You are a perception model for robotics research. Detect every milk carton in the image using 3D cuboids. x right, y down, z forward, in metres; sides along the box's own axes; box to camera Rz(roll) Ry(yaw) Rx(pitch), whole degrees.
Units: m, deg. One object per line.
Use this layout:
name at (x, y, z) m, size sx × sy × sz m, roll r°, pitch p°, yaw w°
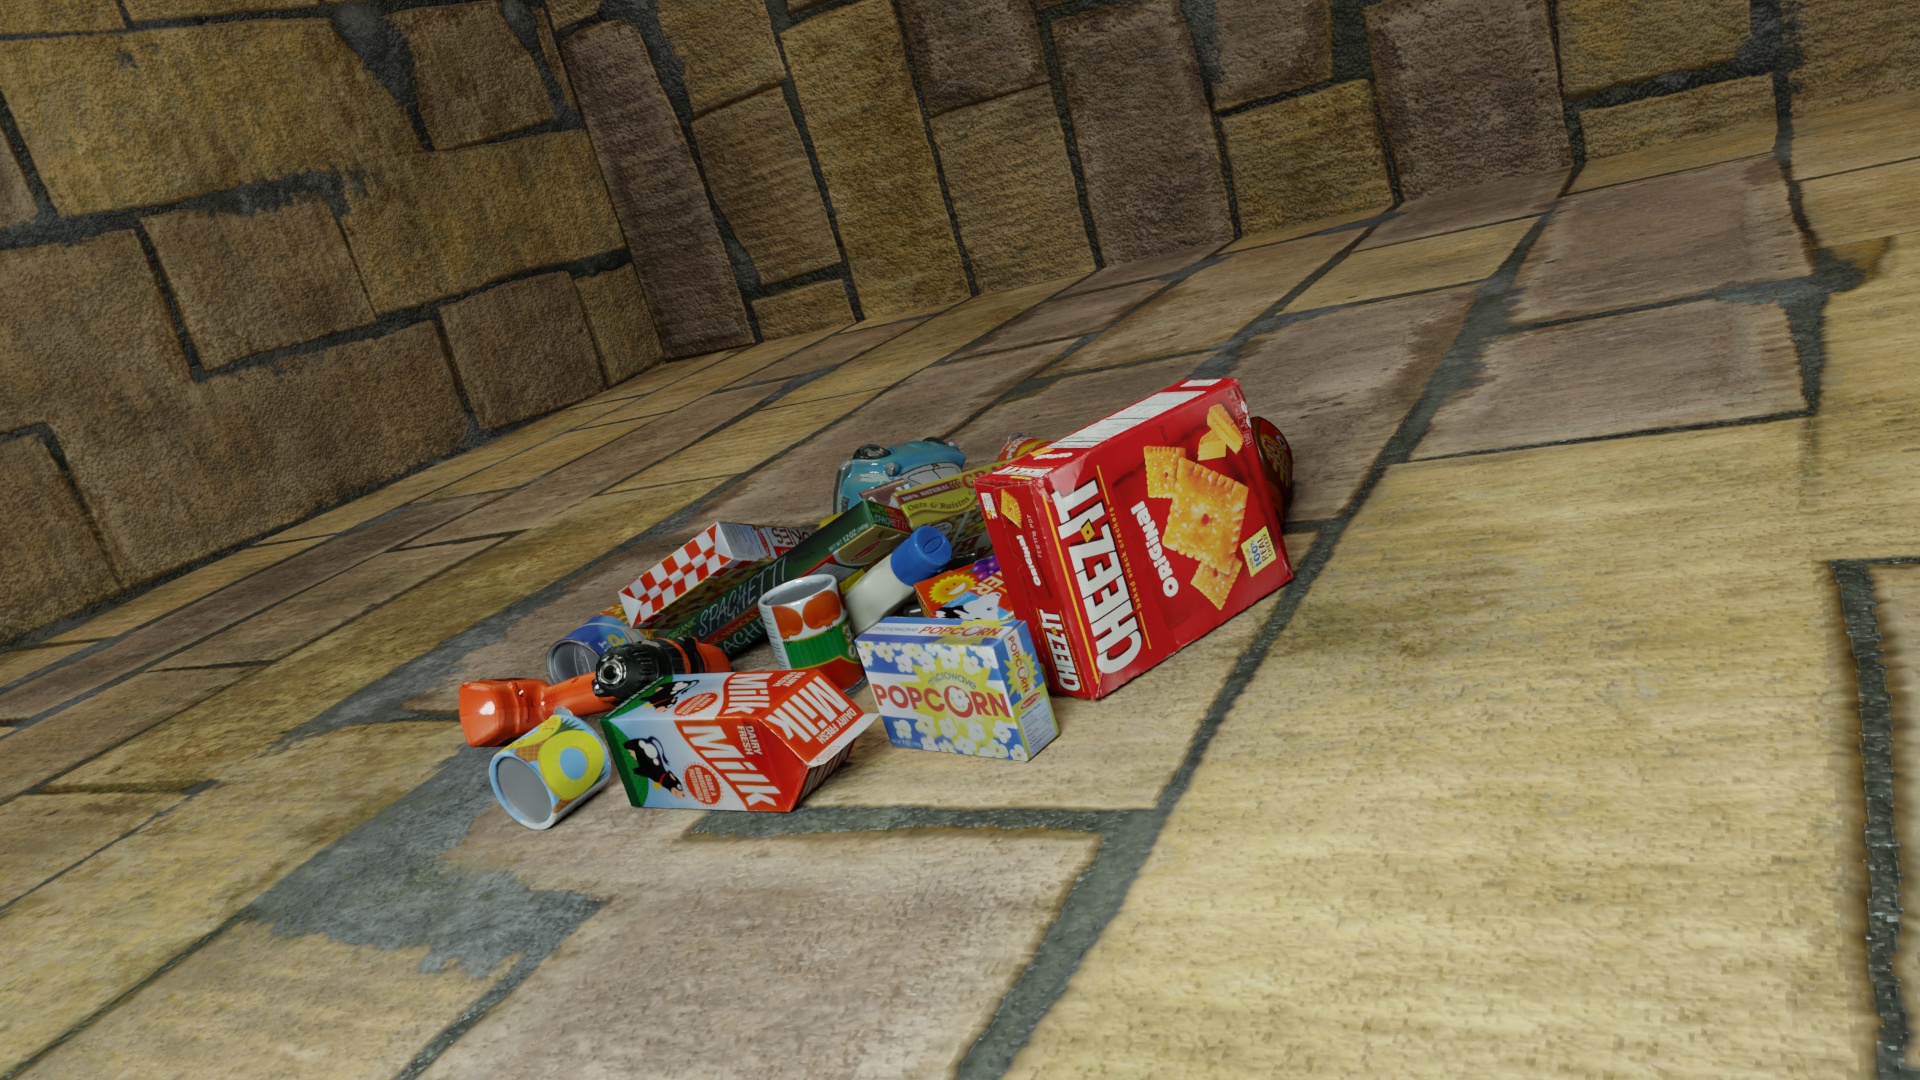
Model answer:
milk carton at (-0.149, 0.137, 0.954) m, size 0.190 × 0.073 × 0.073 m, roll -6°, pitch 19°, yaw 32°

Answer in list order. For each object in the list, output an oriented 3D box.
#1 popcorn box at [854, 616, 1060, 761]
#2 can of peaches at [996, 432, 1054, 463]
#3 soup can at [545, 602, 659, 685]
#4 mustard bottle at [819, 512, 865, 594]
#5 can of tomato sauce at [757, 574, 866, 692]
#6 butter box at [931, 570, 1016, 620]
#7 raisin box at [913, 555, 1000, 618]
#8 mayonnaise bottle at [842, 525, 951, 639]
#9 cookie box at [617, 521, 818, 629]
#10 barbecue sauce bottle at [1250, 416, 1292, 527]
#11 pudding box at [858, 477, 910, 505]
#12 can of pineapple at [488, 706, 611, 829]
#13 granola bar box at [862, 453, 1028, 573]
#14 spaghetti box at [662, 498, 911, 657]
popcorn box at (-0.004, 0.096, 0.922) m, size 0.126 × 0.085 × 0.038 m, roll -1°, pitch 23°, yaw 42°
can of peaches at (0.078, -0.075, 1.441) m, size 0.071 × 0.071 × 0.058 m, roll -22°, pitch 18°, yaw -18°
soup can at (-0.319, 0.102, 1.254) m, size 0.071 × 0.071 × 0.084 m, roll -9°, pitch 17°, yaw 25°
mustard bottle at (-0.098, 0.023, 1.305) m, size 0.049 × 0.065 × 0.161 m, roll -17°, pitch 23°, yaw -9°
can of tomato sauce at (-0.116, 0.076, 1.105) m, size 0.071 × 0.083 × 0.071 m, roll -15°, pitch 16°, yaw 5°
butter box at (0.035, 0.045, 1.006) m, size 0.104 × 0.024 × 0.053 m, roll -31°, pitch 34°, yaw -27°
raisin box at (0.022, 0.061, 1.051) m, size 0.086 × 0.040 × 0.124 m, roll -19°, pitch 29°, yaw -8°
mayonnaise bottle at (-0.063, 0.039, 1.140) m, size 0.147 × 0.041 × 0.065 m, roll -41°, pitch -1°, yaw 41°
cookie box at (-0.196, 0.032, 1.217) m, size 0.122 × 0.040 × 0.167 m, roll -33°, pitch -18°, yaw 24°
barbecue sauce bottle at (0.261, -0.052, 1.204) m, size 0.043 × 0.065 × 0.149 m, roll -33°, pitch 17°, yaw 27°
pudding box at (-0.063, -0.014, 1.353) m, size 0.050 × 0.083 × 0.030 m, roll -20°, pitch 16°, yaw -10°
can of pineapple at (-0.300, 0.166, 1.011) m, size 0.071 × 0.070 × 0.058 m, roll -6°, pitch 19°, yaw 34°
granola bar box at (0.004, -0.015, 1.227) m, size 0.166 × 0.039 × 0.123 m, roll -18°, pitch -23°, yaw -28°
spaghetti box at (-0.151, 0.041, 1.167) m, size 0.249 × 0.029 × 0.050 m, roll -33°, pitch -27°, yaw 26°
